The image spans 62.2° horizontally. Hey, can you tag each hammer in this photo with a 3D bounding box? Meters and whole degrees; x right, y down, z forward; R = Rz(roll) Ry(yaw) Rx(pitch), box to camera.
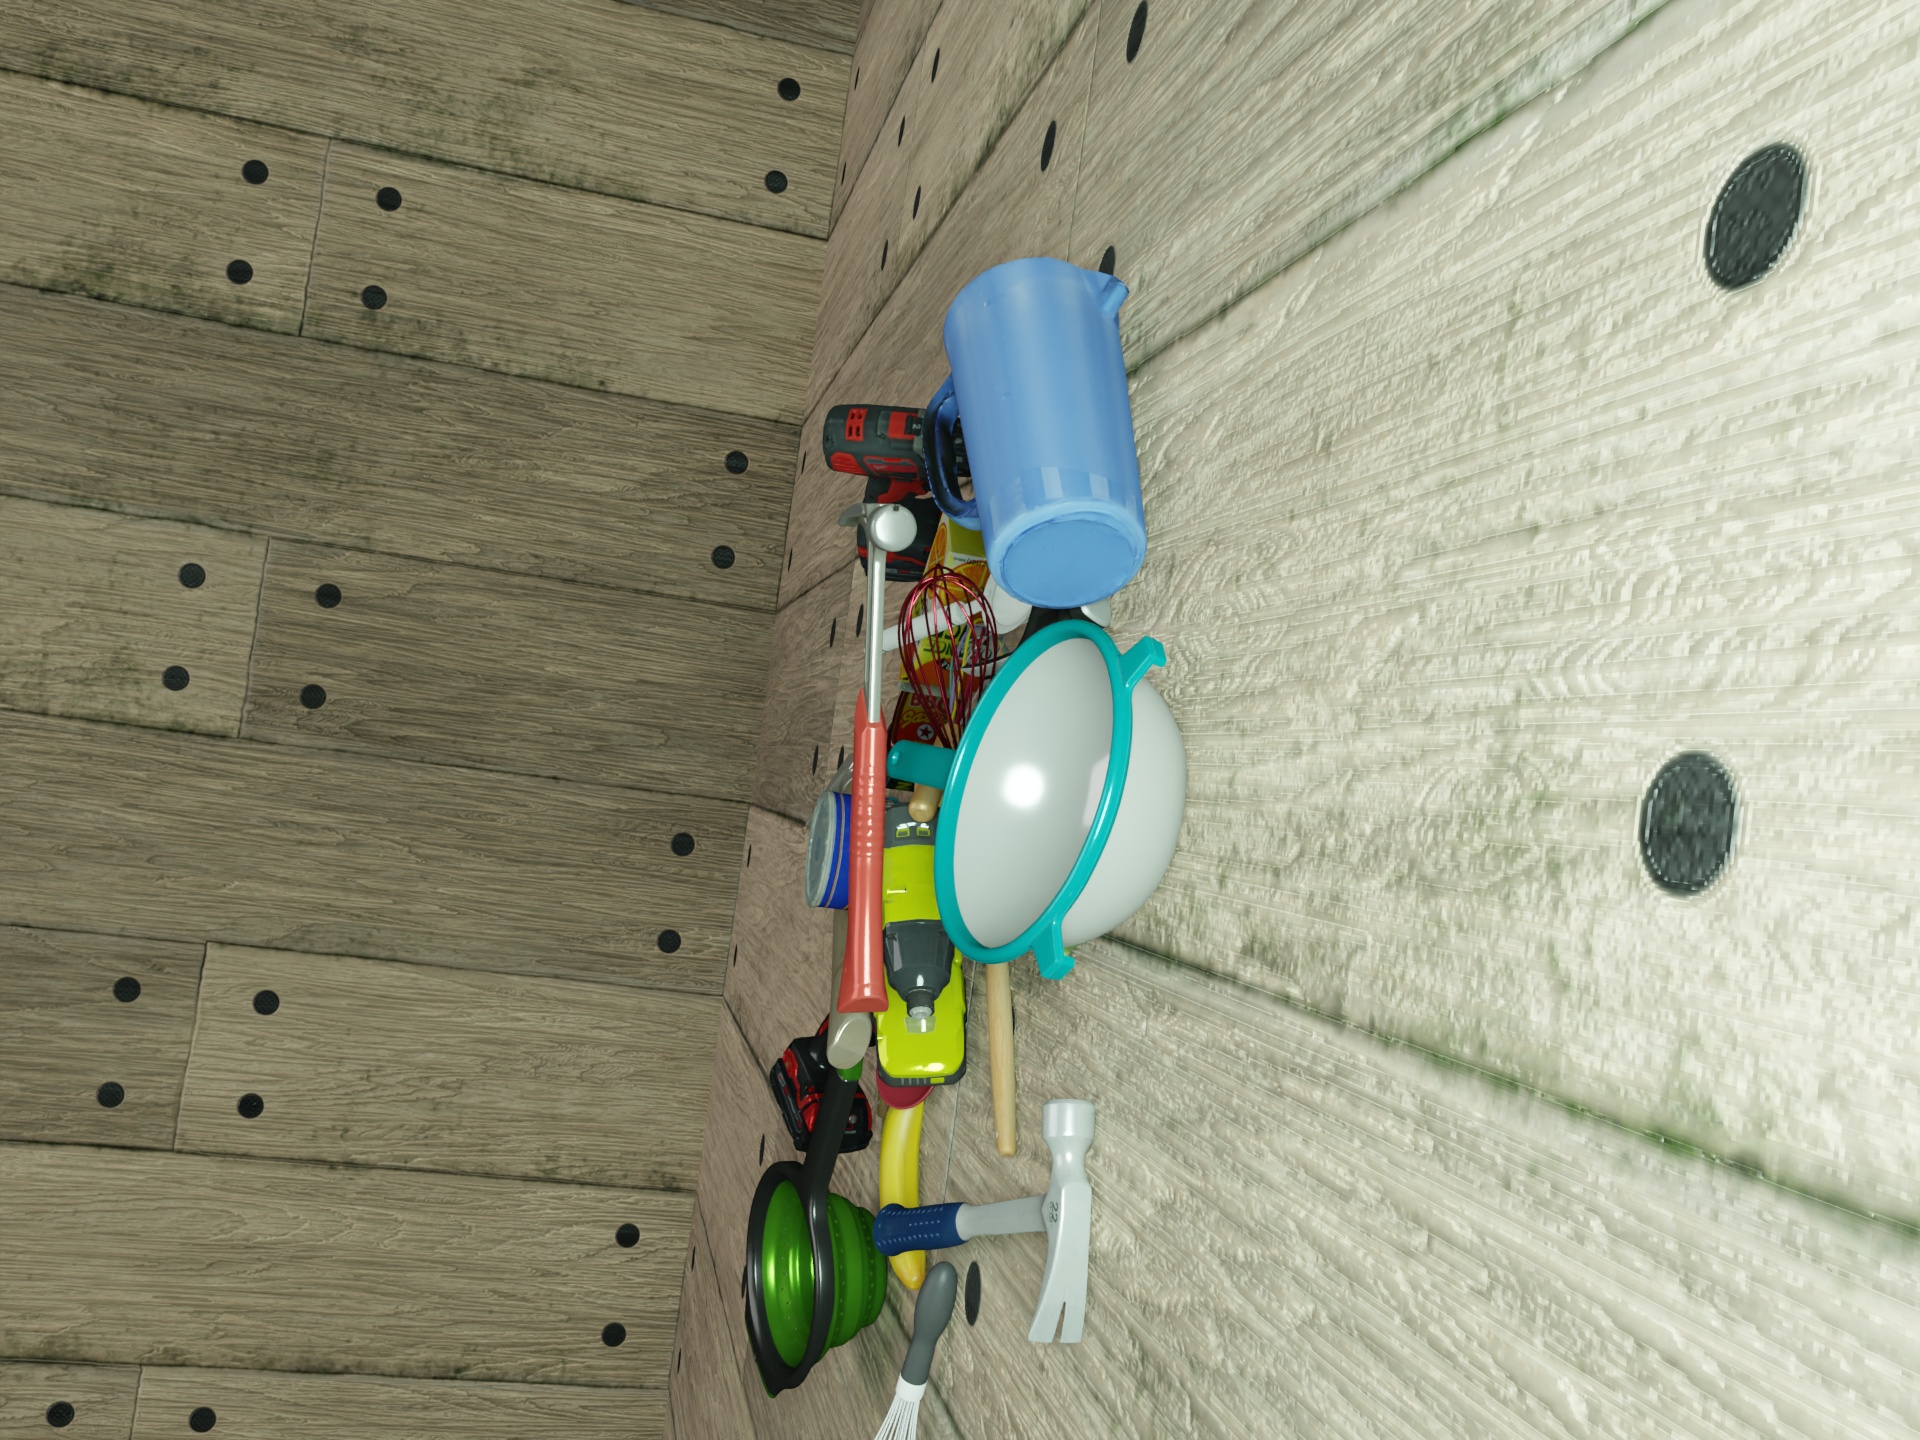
[{"bbox_3d":[0.006,0.369,1.151,0.405,0.035,0.144,135,142,-63],"label":"hammer"},{"bbox_3d":[0.062,-0.183,1.238,0.127,0.034,0.337,-30,44,39],"label":"hammer"},{"bbox_3d":[-0.110,0.175,1.520,0.146,0.038,0.411,-55,21,29],"label":"hammer"},{"bbox_3d":[-0.066,0.027,1.123,0.149,0.036,0.359,-158,70,-76],"label":"hammer"}]

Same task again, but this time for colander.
[{"bbox_3d":[-0.110,0.454,1.490,0.205,0.094,0.397,-127,47,-54],"label":"colander"}]

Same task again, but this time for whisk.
[{"bbox_3d":[-0.049,0.563,1.281,0.070,0.070,0.284,-132,55,-73],"label":"whisk"},{"bbox_3d":[-0.003,-0.006,1.287,0.245,0.051,0.047,-68,-17,-49],"label":"whisk"},{"bbox_3d":[0.000,0.019,1.172,0.073,0.073,0.295,-104,6,-58],"label":"whisk"}]

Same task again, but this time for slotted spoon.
[{"bbox_3d":[0.029,0.185,1.242,0.070,0.031,0.314,120,153,-52],"label":"slotted spoon"}]

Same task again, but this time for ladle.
[{"bbox_3d":[-0.040,0.193,1.452,0.031,0.069,0.315,23,-115,-57],"label":"ladle"}]

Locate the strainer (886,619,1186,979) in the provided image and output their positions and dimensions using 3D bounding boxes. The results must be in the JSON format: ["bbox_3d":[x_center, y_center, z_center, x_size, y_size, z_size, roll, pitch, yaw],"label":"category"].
[{"bbox_3d":[0.048,0.048,1.017,0.340,0.095,0.211,8,80,67],"label":"strainer"}]

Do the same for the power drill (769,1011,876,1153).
[{"bbox_3d":[-0.101,0.314,1.550,0.219,0.078,0.143,-63,38,27],"label":"power drill"}]

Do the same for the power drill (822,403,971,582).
[{"bbox_3d":[-0.021,-0.208,1.452,0.226,0.188,0.080,82,-165,-67],"label":"power drill"}]

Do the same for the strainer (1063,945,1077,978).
[{"bbox_3d":[0.045,0.053,1.151,0.257,0.069,0.151,-104,26,-55],"label":"strainer"}]

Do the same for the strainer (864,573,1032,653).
[{"bbox_3d":[0.005,-0.091,1.314,0.258,0.050,0.087,-17,55,44],"label":"strainer"}]

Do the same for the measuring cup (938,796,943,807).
[{"bbox_3d":[0.003,0.032,1.429,0.156,0.029,0.062,112,161,-54],"label":"measuring cup"}]

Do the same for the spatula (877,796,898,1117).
[{"bbox_3d":[-0.074,0.238,1.606,0.082,0.044,0.318,162,114,-64],"label":"spatula"}]

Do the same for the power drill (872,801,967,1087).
[{"bbox_3d":[-0.034,0.195,1.263,0.223,0.080,0.171,90,177,-53],"label":"power drill"}]
